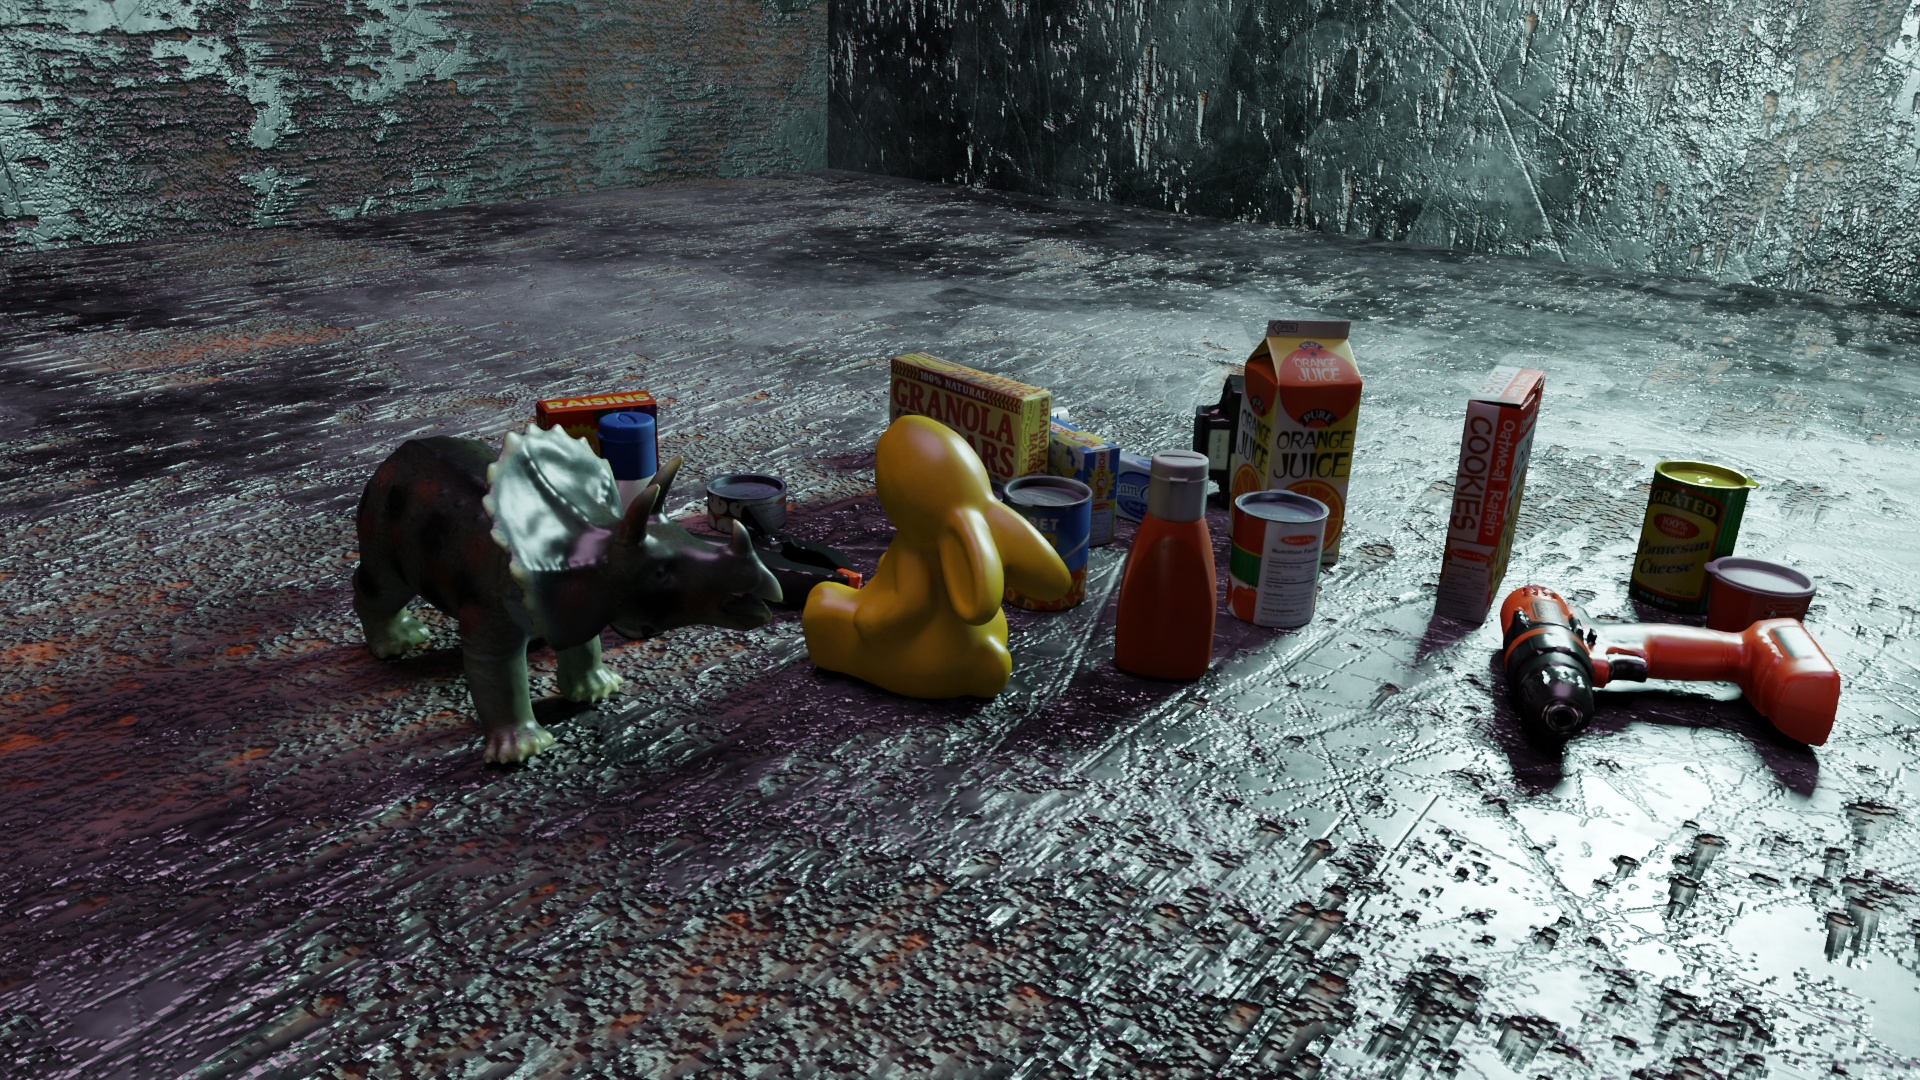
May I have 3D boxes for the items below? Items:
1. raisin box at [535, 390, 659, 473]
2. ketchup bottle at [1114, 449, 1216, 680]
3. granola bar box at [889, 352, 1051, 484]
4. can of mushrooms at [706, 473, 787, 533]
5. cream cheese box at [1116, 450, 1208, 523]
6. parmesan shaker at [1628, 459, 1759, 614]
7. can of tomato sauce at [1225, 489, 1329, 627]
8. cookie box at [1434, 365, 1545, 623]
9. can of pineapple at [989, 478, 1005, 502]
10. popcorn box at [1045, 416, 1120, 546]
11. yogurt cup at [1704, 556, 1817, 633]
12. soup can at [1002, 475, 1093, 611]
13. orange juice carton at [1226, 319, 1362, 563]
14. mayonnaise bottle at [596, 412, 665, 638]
[{"bbox_3d":[-0.275,-0.048,1.065,0.086,0.123,0.040,-8,23,-25],"label":"raisin box"},{"bbox_3d":[0.137,0.016,0.905,0.065,0.148,0.044,5,21,8],"label":"ketchup bottle"},{"bbox_3d":[0.005,-0.082,1.180,0.039,0.123,0.166,-16,27,-39],"label":"granola bar box"},{"bbox_3d":[-0.179,-0.032,1.156,0.071,0.033,0.071,2,21,-1],"label":"can of mushrooms"},{"bbox_3d":[0.161,-0.041,1.187,0.104,0.053,0.024,21,28,40],"label":"cream cheese box"},{"bbox_3d":[0.557,-0.002,1.058,0.071,0.102,0.071,2,21,-1],"label":"parmesan shaker"},{"bbox_3d":[0.230,0.012,1.015,0.071,0.082,0.071,2,21,-1],"label":"can of tomato sauce"},{"bbox_3d":[0.400,-0.038,1.046,0.040,0.166,0.123,13,23,25],"label":"cookie box"},{"bbox_3d":[0.004,-0.014,1.095,0.071,0.057,0.071,2,21,-1],"label":"can of pineapple"},{"bbox_3d":[0.080,-0.054,1.169,0.038,0.085,0.127,-10,24,-30],"label":"popcorn box"},{"bbox_3d":[0.570,0.048,0.997,0.072,0.053,0.072,2,21,-1],"label":"yogurt cup"},{"bbox_3d":[0.060,0.002,1.023,0.071,0.083,0.071,2,21,-1],"label":"soup can"},{"bbox_3d":[0.268,-0.082,1.112,0.072,0.191,0.073,-2,21,-10],"label":"orange juice carton"},{"bbox_3d":[-0.222,-0.012,0.942,0.041,0.147,0.065,-10,24,-29],"label":"mayonnaise bottle"}]
